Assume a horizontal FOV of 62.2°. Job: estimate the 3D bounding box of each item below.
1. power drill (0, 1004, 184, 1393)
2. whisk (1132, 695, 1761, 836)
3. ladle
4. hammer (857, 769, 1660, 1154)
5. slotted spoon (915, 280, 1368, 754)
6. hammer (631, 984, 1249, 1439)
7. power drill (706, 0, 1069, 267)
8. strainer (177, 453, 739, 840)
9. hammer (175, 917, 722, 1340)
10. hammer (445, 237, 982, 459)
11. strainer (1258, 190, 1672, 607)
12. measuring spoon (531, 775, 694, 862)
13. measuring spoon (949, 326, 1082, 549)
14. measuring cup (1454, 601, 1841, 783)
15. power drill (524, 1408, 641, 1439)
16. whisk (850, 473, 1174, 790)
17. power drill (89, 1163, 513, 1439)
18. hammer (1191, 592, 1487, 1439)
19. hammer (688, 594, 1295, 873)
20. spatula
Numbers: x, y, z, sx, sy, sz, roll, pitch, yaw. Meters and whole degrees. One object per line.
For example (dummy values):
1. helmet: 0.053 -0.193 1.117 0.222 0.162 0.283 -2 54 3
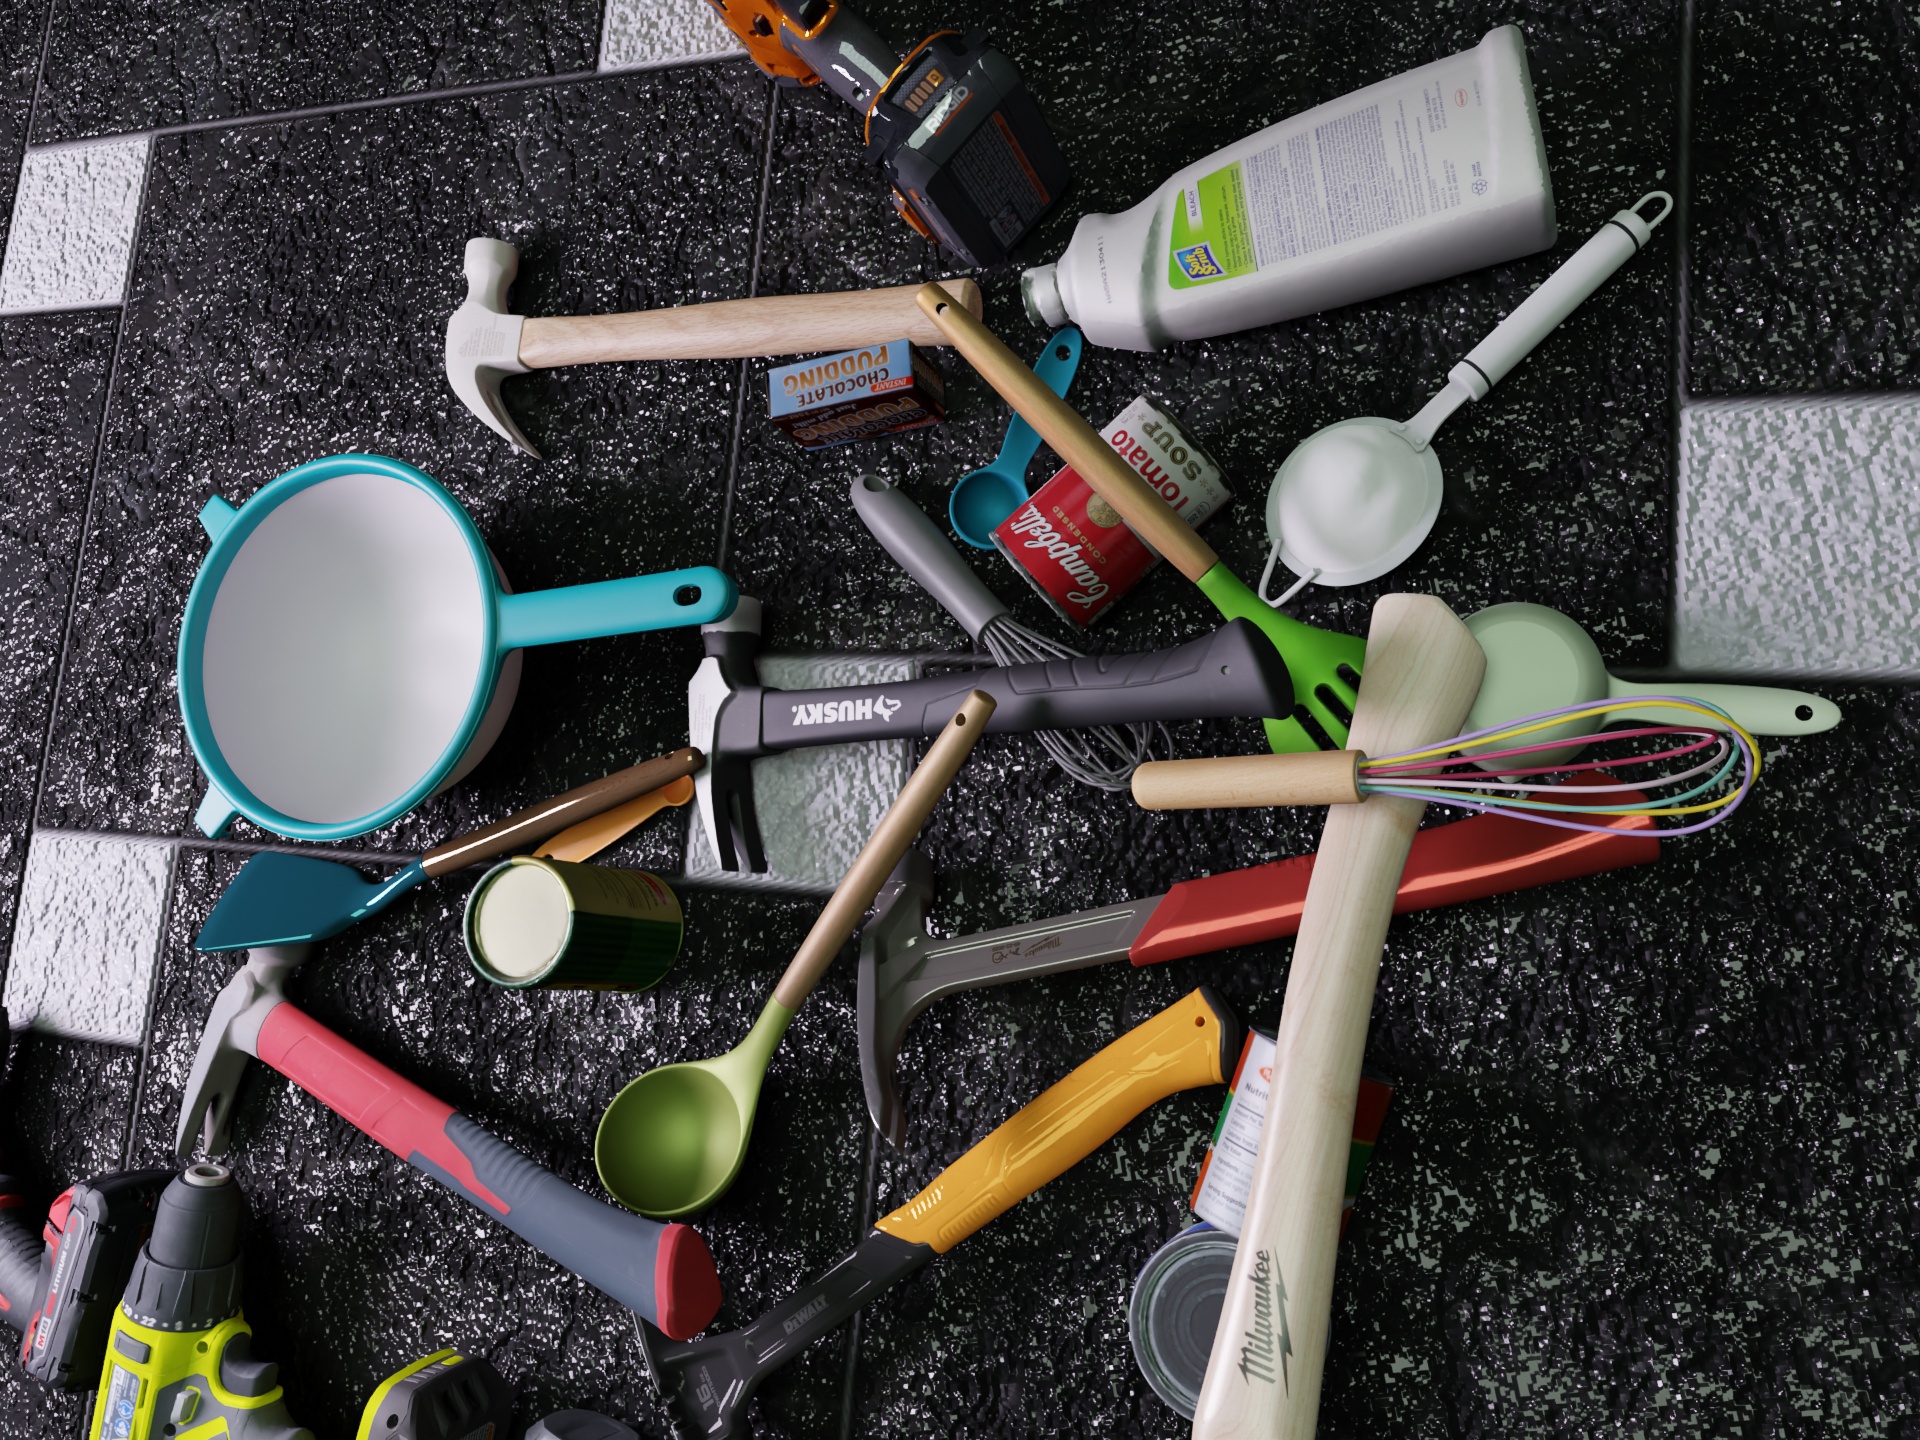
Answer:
1. power drill: -0.550 0.276 0.935 0.227 0.080 0.188 9 83 25
2. whisk: 0.178 0.017 0.624 0.245 0.047 0.051 -4 65 34
3. ladle: -0.078 0.114 0.753 0.078 0.062 0.320 46 114 31
4. hammer: 0.124 0.092 0.712 0.359 0.036 0.149 -14 50 15
5. slotted spoon: 0.092 -0.084 0.721 0.070 0.031 0.314 -45 89 8
6. hammer: -0.011 0.226 0.754 0.337 0.034 0.127 -37 60 8
7. power drill: -0.059 -0.346 0.814 0.084 0.164 0.227 -47 70 7
8. strainer: -0.263 -0.042 0.873 0.340 0.095 0.211 -6 81 17
9. hammer: -0.275 0.230 0.820 0.386 0.038 0.143 18 88 34
10. hammer: -0.147 -0.216 0.894 0.331 0.031 0.130 2 81 21
11. strainer: 0.228 -0.153 0.737 0.258 0.050 0.087 -44 54 5
12. measuring spoon: -0.192 0.059 0.874 0.117 0.011 0.021 -29 73 17
13. measuring spoon: 0.032 -0.145 0.823 0.042 0.021 0.129 25 80 -2
14. measuring cup: 0.287 -0.011 0.687 0.168 0.038 0.083 5 82 24
15. power drill: -0.134 0.452 0.745 0.223 0.080 0.171 14 85 26
16. whisk: 0.019 -0.049 0.794 0.055 0.055 0.239 -46 64 8
17. power drill: -0.353 0.354 0.832 0.228 0.080 0.190 15 94 22
18. hammer: 0.135 0.139 0.645 0.146 0.038 0.411 10 74 20
19. hammer: -0.001 -0.002 0.754 0.335 0.035 0.146 -5 80 35
20. spatula: -0.277 0.065 0.869 0.317 0.044 0.082 -21 32 21
